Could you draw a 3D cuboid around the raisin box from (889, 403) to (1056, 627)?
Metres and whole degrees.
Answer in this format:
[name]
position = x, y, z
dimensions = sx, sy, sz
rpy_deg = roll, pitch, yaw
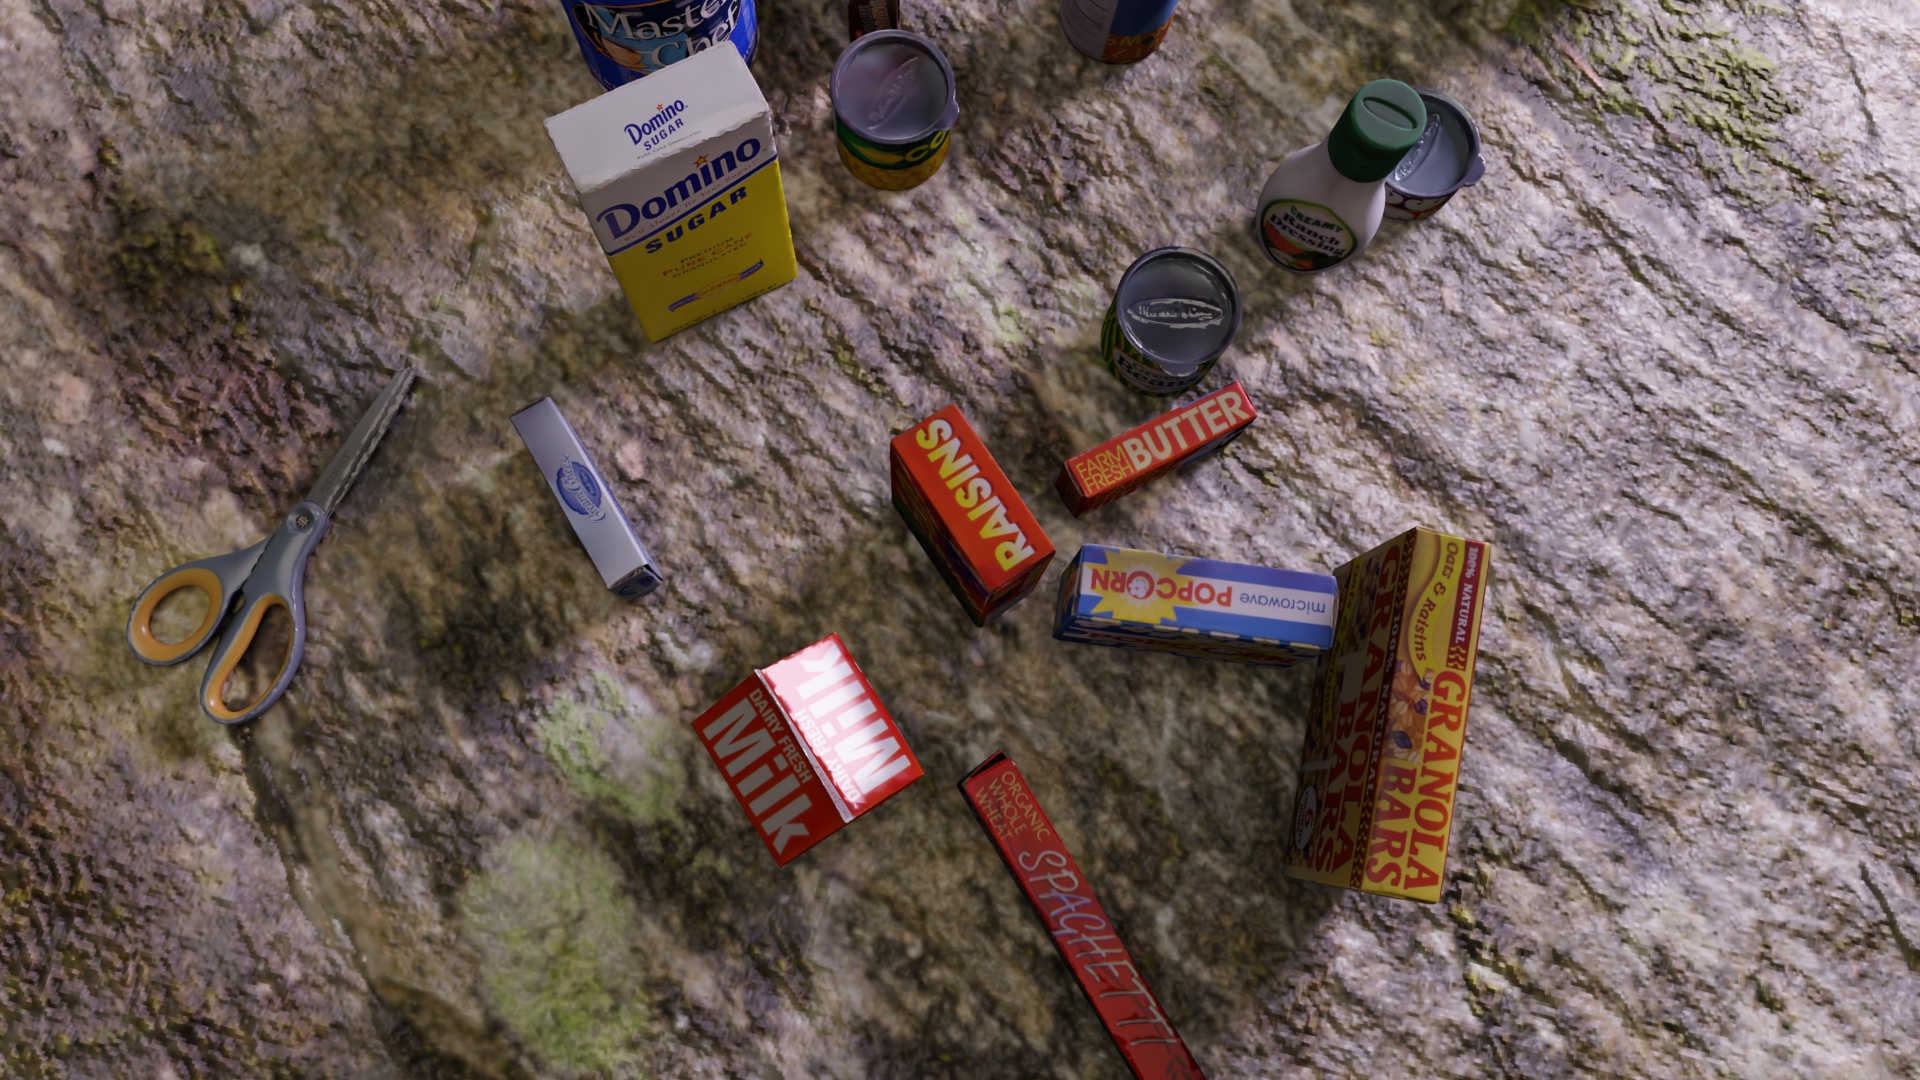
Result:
[raisin box]
position = 0.002, -0.009, 0.681
dimensions = 0.040, 0.123, 0.086
rpy_deg = -32, 82, -8

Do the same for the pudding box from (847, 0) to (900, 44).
[pudding box]
position = -0.049, -0.328, 0.781
dimensions = 0.030, 0.049, 0.084
rpy_deg = -1, 79, -3

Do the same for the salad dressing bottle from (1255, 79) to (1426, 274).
[salad dressing bottle]
position = 0.195, -0.185, 0.714
dimensions = 0.064, 0.147, 0.044
rpy_deg = 28, 79, 3

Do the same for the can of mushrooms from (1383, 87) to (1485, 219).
[can of mushrooms]
position = 0.256, -0.215, 0.782
dimensions = 0.071, 0.033, 0.071
rpy_deg = 1, 79, -3

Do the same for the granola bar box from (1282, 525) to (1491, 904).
[granola bar box]
position = 0.204, 0.087, 0.671
dimensions = 0.039, 0.124, 0.166
rpy_deg = 13, 78, 0

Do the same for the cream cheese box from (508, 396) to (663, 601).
[cream cheese box]
position = -0.190, -0.020, 0.709
dimensions = 0.024, 0.053, 0.104
rpy_deg = -31, 82, -8

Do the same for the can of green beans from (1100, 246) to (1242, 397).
[can of green beans]
position = 0.111, -0.115, 0.742
dimensions = 0.071, 0.057, 0.071
rpy_deg = 1, 79, -3

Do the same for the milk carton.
[milk carton]
position = -0.065, 0.095, 0.622
dimensions = 0.073, 0.190, 0.072
rpy_deg = -32, 82, -8

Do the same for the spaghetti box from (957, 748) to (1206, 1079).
[spaghetti box]
position = 0.074, 0.216, 0.676
dimensions = 0.029, 0.050, 0.250
rpy_deg = -31, 82, -8

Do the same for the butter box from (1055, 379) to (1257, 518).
[butter box]
position = 0.102, -0.047, 0.730
dimensions = 0.103, 0.053, 0.024
rpy_deg = -26, 81, -7

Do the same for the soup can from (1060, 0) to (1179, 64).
[soup can]
position = 0.094, -0.315, 0.768
dimensions = 0.071, 0.083, 0.071
rpy_deg = 1, 79, -3

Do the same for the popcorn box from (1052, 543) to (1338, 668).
[popcorn box]
position = 0.115, 0.035, 0.697
dimensions = 0.127, 0.085, 0.038
rpy_deg = 7, 79, -1

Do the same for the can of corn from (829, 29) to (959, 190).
[can of corn]
position = -0.035, -0.232, 0.758
dimensions = 0.071, 0.058, 0.071
rpy_deg = 1, 79, -3
